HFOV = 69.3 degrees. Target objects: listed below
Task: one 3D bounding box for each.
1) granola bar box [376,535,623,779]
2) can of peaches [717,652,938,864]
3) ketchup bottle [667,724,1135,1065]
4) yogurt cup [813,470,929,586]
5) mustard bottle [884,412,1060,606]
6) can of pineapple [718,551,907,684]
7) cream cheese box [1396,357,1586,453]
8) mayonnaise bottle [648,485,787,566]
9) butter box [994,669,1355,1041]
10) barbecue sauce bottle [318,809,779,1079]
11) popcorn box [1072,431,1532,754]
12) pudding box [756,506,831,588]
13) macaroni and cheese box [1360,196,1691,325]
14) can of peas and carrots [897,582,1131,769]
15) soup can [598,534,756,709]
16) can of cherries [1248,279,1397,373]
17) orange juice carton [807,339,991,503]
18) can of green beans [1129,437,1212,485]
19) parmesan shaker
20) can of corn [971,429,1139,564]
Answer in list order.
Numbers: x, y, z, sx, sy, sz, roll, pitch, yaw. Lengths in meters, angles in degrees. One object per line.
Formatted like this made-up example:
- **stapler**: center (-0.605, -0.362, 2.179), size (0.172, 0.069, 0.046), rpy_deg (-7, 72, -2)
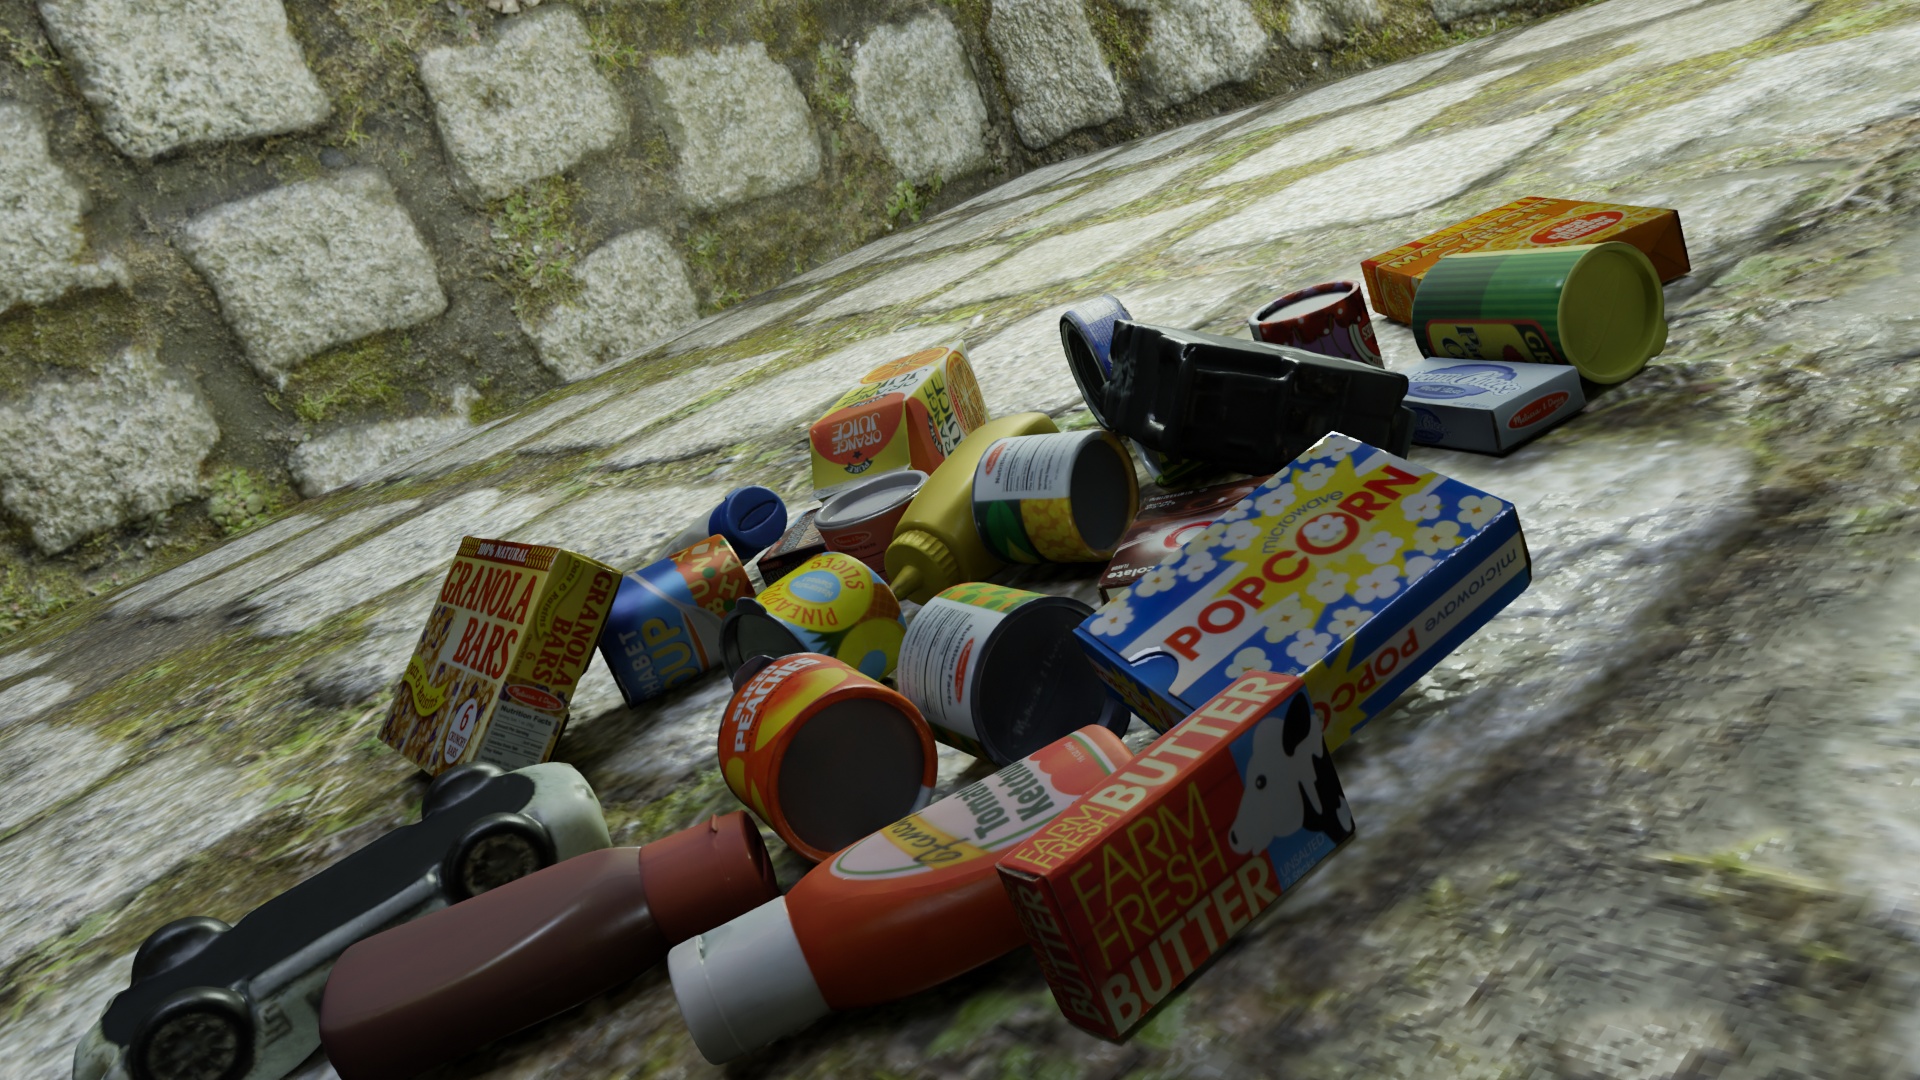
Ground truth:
- **granola bar box**: center (-0.242, 0.063, 0.722), size (0.165, 0.039, 0.124), rpy_deg (4, 71, 55)
- **can of peaches**: center (-0.050, 0.077, 0.507), size (0.071, 0.071, 0.058), rpy_deg (-28, 19, -21)
- **ketchup bottle**: center (-0.011, 0.107, 0.416), size (0.149, 0.043, 0.065), rpy_deg (-24, 15, -8)
- **yogurt cup**: center (-0.040, -0.001, 0.764), size (0.072, 0.053, 0.072), rpy_deg (-20, 17, 6)
- **mustard bottle**: center (0.003, -0.009, 0.726), size (0.048, 0.065, 0.161), rpy_deg (-6, 27, 41)
- **can of pineapple**: center (-0.066, 0.045, 0.630), size (0.071, 0.071, 0.058), rpy_deg (-5, 23, 44)
- **cream cheese box**: center (0.245, -0.067, 0.677), size (0.053, 0.024, 0.104), rpy_deg (-25, 17, -16)
- **mayonnaise bottle**: center (-0.144, 0.002, 0.836), size (0.065, 0.041, 0.147), rpy_deg (-40, 7, -28)
- **butter box**: center (0.062, 0.083, 0.382), size (0.104, 0.053, 0.024), rpy_deg (-31, 17, -28)
- **barbecue sauce bottle**: center (-0.138, 0.136, 0.479), size (0.149, 0.043, 0.065), rpy_deg (-22, 17, -2)
- **popcorn box**: center (0.114, 0.022, 0.468), size (0.127, 0.038, 0.085), rpy_deg (-36, 35, -13)
- **pudding box**: center (-0.084, 0.004, 0.843), size (0.049, 0.030, 0.084), rpy_deg (-16, 17, 22)
- **macaroni and cheese box**: center (0.334, -0.165, 0.844), size (0.124, 0.040, 0.167), rpy_deg (-21, 17, 1)
- **can of peas and carrots**: center (0.020, 0.051, 0.516), size (0.071, 0.070, 0.058), rpy_deg (-29, 18, -25)
- **soup can**: center (-0.152, 0.044, 0.745), size (0.084, 0.071, 0.071), rpy_deg (-26, 17, -16)
- **can of cherries**: center (0.208, -0.112, 0.799), size (0.071, 0.058, 0.072), rpy_deg (-20, 16, 6)
- **orange juice carton**: center (-0.042, -0.071, 0.948), size (0.071, 0.073, 0.193), rpy_deg (-14, 19, 21)
- **can of green beans**: center (0.123, -0.070, 0.759), size (0.058, 0.071, 0.071), rpy_deg (-23, 17, -3)
- **parmesan shaker**: center (0.288, -0.112, 0.697), size (0.071, 0.071, 0.103), rpy_deg (-27, 17, -17)
- **can of corn**: center (0.050, -0.020, 0.697), size (0.058, 0.071, 0.071), rpy_deg (-3, 25, 40)
